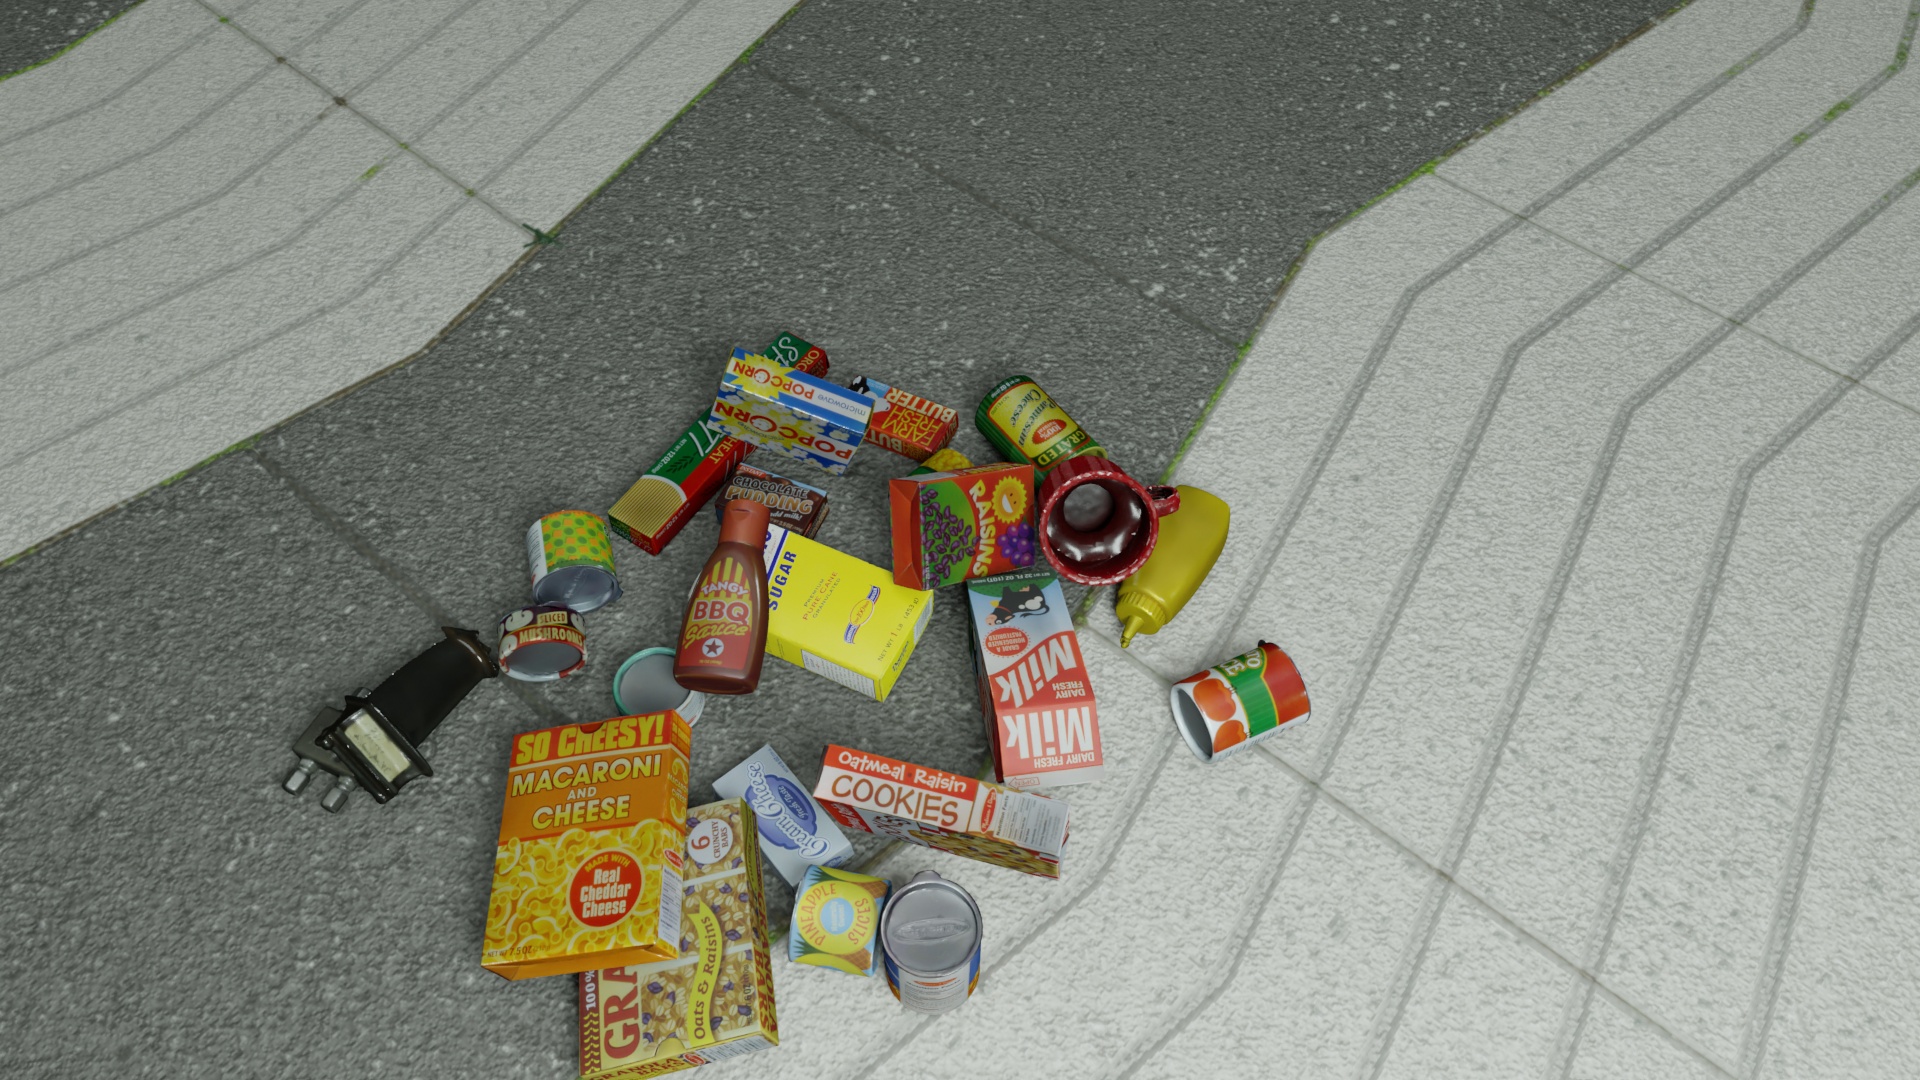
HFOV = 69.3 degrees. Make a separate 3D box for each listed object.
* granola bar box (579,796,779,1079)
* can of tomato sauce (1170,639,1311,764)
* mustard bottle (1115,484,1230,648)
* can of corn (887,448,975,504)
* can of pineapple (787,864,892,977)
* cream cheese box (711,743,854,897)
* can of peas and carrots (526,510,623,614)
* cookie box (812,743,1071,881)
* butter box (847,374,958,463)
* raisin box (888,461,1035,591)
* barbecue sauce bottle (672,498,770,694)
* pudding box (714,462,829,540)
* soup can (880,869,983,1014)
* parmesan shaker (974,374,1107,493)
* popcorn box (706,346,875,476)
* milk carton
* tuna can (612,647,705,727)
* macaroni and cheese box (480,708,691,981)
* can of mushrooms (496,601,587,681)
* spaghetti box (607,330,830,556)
[{"bbox_3d":[-0.194,0.268,0.937,0.124,0.039,0.166,-16,55,5],"label":"granola bar box"},{"bbox_3d":[0.208,0.120,1.042,0.083,0.070,0.071,-21,58,-14],"label":"can of tomato sauce"},{"bbox_3d":[0.162,0.027,1.119,0.065,0.048,0.161,25,59,17],"label":"mustard bottle"},{"bbox_3d":[-0.015,-0.033,1.148,0.058,0.070,0.071,-39,64,-24],"label":"can of corn"},{"bbox_3d":[-0.081,0.258,0.942,0.058,0.070,0.071,9,55,6],"label":"can of pineapple"},{"bbox_3d":[-0.130,0.203,1.008,0.053,0.024,0.104,-35,62,-21],"label":"cream cheese box"},{"bbox_3d":[-0.309,0.018,1.113,0.071,0.070,0.059,-13,56,-9],"label":"can of peas and carrots"},{"bbox_3d":[-0.009,0.188,0.957,0.167,0.122,0.040,13,71,8],"label":"cookie box"},{"bbox_3d":[-0.058,-0.106,1.226,0.103,0.024,0.053,22,57,14],"label":"butter box"},{"bbox_3d":[0.004,-0.014,1.095,0.124,0.086,0.040,-11,13,-42],"label":"raisin box"},{"bbox_3d":[-0.174,0.041,1.058,0.065,0.043,0.149,3,64,7],"label":"barbecue sauce bottle"},{"bbox_3d":[-0.158,-0.028,1.167,0.084,0.030,0.050,20,56,13],"label":"pudding box"},{"bbox_3d":[-0.019,0.269,0.926,0.071,0.083,0.072,0,55,0],"label":"soup can"},{"bbox_3d":[0.065,-0.084,1.187,0.071,0.071,0.103,-31,61,-20],"label":"parmesan shaker"},{"bbox_3d":[-0.143,-0.107,1.166,0.127,0.085,0.038,20,63,-11],"label":"popcorn box"},{"bbox_3d":[0.052,0.109,1.013,0.072,0.073,0.191,-6,37,-6],"label":"milk carton"},{"bbox_3d":[-0.233,0.116,1.063,0.071,0.032,0.071,1,55,-1],"label":"tuna can"},{"bbox_3d":[-0.250,0.204,0.944,0.124,0.040,0.167,-10,56,10],"label":"macaroni and cheese box"},{"bbox_3d":[-0.320,0.078,1.066,0.071,0.070,0.033,-10,57,-7],"label":"can of mushrooms"},{"bbox_3d":[-0.206,-0.090,1.211,0.050,0.028,0.251,28,60,17],"label":"spaghetti box"}]
